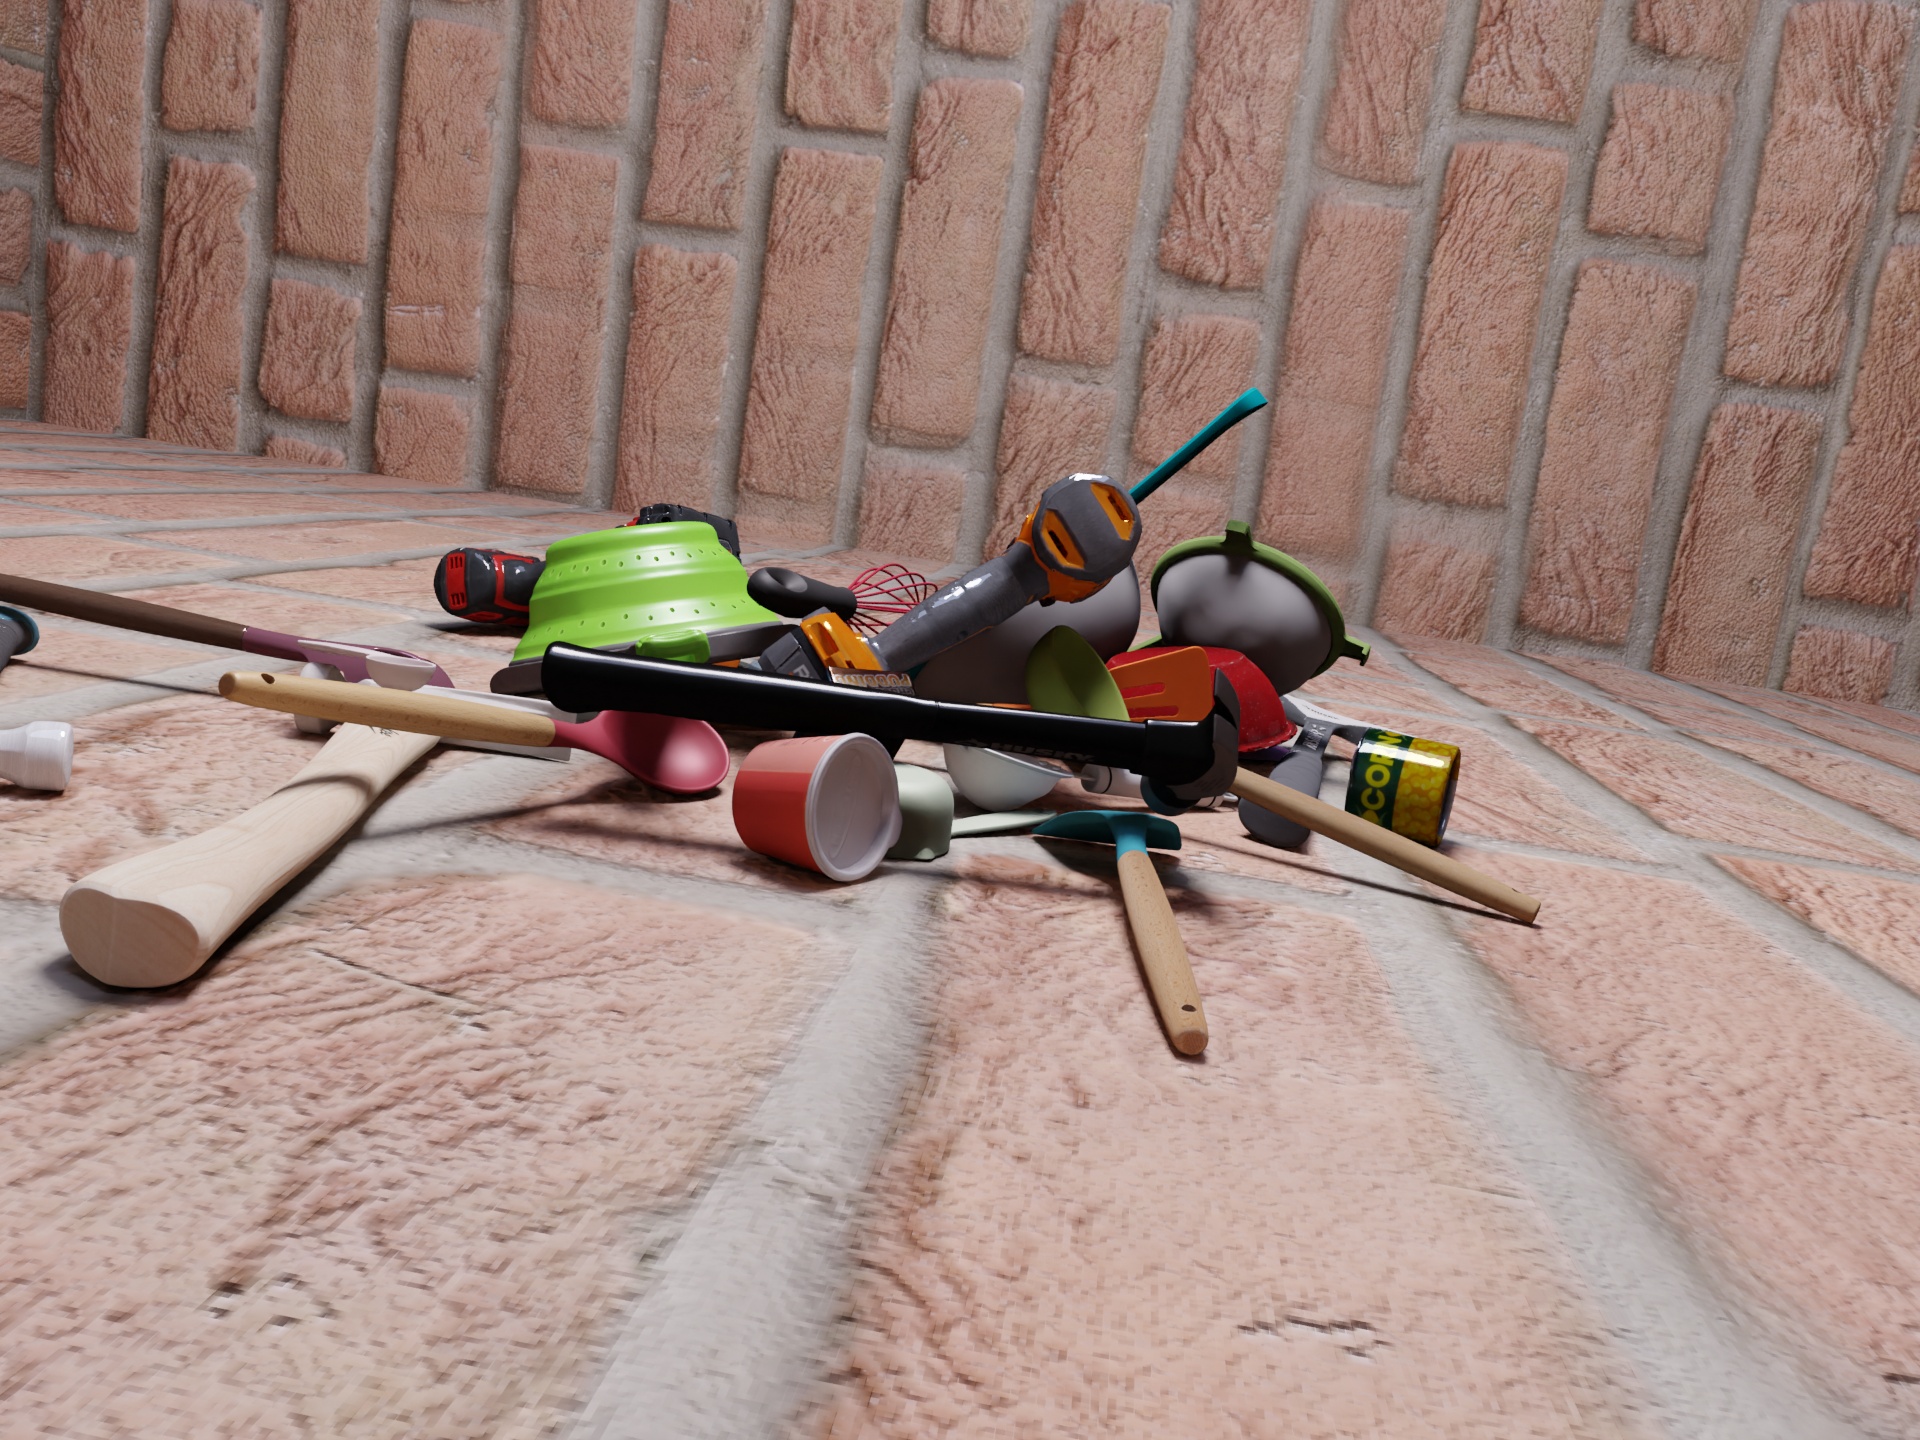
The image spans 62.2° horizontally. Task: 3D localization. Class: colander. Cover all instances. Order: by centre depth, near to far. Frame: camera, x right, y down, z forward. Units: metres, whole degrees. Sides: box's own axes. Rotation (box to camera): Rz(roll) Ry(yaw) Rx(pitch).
[{"bbox_3d":[-0.189,-0.075,0.956,0.204,0.094,0.397,-9,3,-13],"label":"colander"}]

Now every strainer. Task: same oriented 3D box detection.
[{"bbox_3d":[0.076,0.036,0.955,0.258,0.050,0.087,9,8,-36],"label":"strainer"},{"bbox_3d":[0.104,-0.092,1.137,0.095,0.340,0.211,53,22,6],"label":"strainer"},{"bbox_3d":[0.170,-0.047,1.209,0.151,0.069,0.256,41,-33,-18],"label":"strainer"}]

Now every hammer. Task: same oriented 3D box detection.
[{"bbox_3d":[-0.263,0.032,0.688,0.146,0.038,0.411,8,10,-8],"label":"hammer"},{"bbox_3d":[-0.029,-0.003,0.758,0.334,0.035,0.146,7,-17,-6],"label":"hammer"},{"bbox_3d":[-0.504,-0.020,0.796,0.128,0.033,0.331,5,10,-25],"label":"hammer"},{"bbox_3d":[0.246,0.031,1.123,0.149,0.036,0.409,19,14,13],"label":"hammer"}]

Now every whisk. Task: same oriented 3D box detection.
[{"bbox_3d":[-0.074,-0.077,1.071,0.073,0.073,0.295,11,3,17],"label":"whisk"}]

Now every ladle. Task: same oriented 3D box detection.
[{"bbox_3d":[-0.212,0.003,0.748,0.069,0.031,0.315,50,15,22],"label":"ladle"},{"bbox_3d":[0.175,0.029,0.900,0.320,0.062,0.078,25,13,24],"label":"ladle"}]

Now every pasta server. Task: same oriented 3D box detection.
[{"bbox_3d":[-0.441,-0.045,0.923,0.316,0.040,0.060,12,9,2],"label":"pasta server"}]

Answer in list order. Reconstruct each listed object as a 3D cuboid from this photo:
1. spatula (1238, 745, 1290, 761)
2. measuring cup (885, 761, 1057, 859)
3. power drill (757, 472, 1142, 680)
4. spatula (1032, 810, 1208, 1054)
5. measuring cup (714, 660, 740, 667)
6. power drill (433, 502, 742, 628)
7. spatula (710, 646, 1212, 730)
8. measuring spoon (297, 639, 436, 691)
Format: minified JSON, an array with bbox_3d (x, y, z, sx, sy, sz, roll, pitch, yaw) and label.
[{"bbox_3d":[0.130,0.017,1.178,0.315,0.018,0.060,4,14,-33],"label":"spatula"},{"bbox_3d":[-0.007,0.041,0.843,0.167,0.038,0.083,-3,15,-42],"label":"measuring cup"},{"bbox_3d":[-0.003,-0.061,0.955,0.226,0.084,0.164,-32,-1,-3],"label":"power drill"},{"bbox_3d":[0.082,0.085,0.722,0.082,0.044,0.318,7,14,-2],"label":"spatula"},{"bbox_3d":[-0.237,-0.059,1.229,0.095,0.052,0.174,1,-2,-44],"label":"measuring cup"},{"bbox_3d":[-0.293,-0.116,1.321,0.227,0.080,0.187,-6,-4,22],"label":"power drill"},{"bbox_3d":[-0.002,-0.003,1.021,0.322,0.081,0.041,-1,8,9],"label":"spatula"},{"bbox_3d":[-0.320,-0.029,0.844,0.124,0.018,0.034,11,5,42],"label":"measuring spoon"}]
